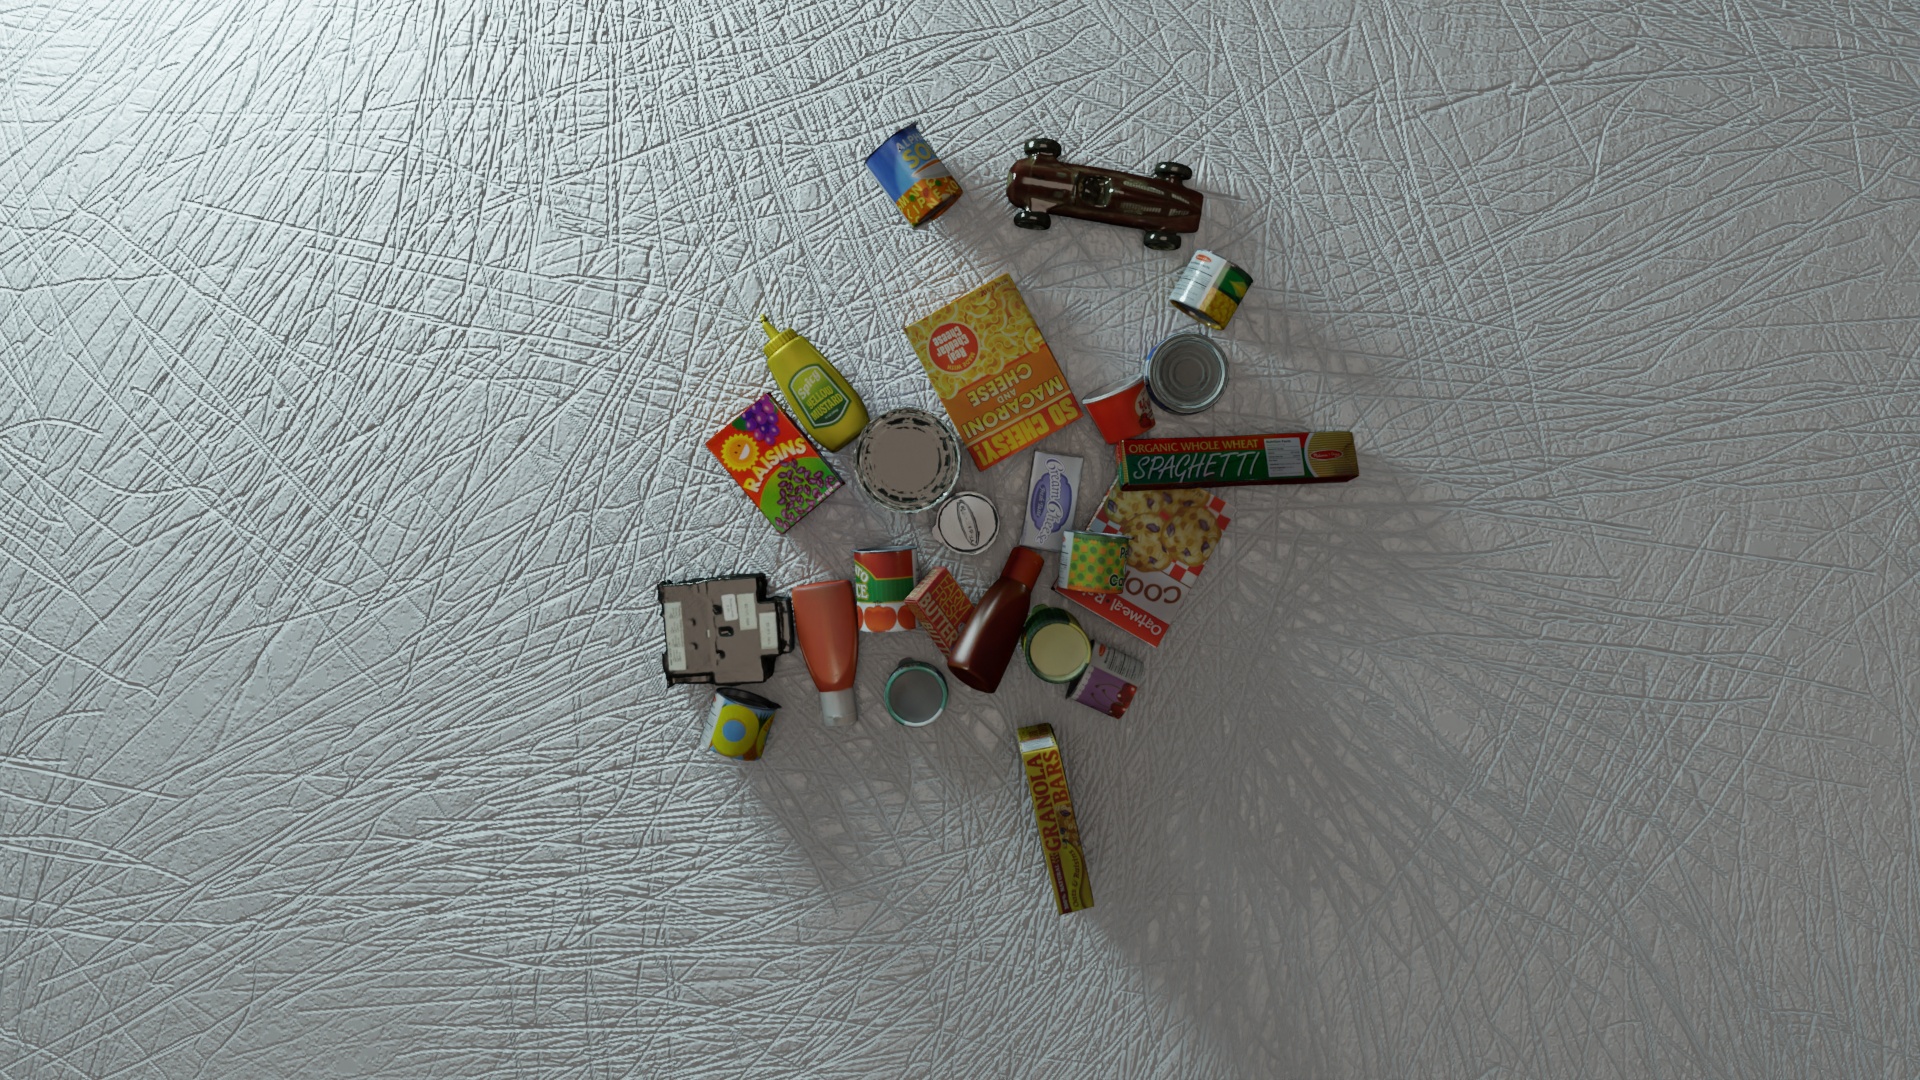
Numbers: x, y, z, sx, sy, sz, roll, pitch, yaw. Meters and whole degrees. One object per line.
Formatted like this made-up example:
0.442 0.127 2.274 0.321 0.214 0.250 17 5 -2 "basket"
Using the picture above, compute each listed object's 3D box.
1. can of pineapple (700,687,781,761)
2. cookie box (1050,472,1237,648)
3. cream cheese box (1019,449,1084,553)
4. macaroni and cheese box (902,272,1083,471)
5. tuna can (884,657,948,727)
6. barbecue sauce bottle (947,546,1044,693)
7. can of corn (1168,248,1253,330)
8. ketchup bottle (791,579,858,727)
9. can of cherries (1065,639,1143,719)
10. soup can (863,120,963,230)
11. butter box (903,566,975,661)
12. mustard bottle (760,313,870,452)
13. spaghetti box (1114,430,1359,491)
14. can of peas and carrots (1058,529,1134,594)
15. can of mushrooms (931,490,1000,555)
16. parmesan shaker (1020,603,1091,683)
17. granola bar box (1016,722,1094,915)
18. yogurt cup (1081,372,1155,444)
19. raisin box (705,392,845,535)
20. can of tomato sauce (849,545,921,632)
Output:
-0.227 0.190 1.432 0.071 0.071 0.058 18 93 -1 "can of pineapple"
0.189 0.009 1.436 0.123 0.040 0.167 30 91 -1 "cookie box"
0.094 -0.040 1.442 0.053 0.024 0.103 9 93 -1 "cream cheese box"
0.034 -0.172 1.428 0.124 0.040 0.166 -28 92 1 "macaroni and cheese box"
-0.047 0.158 1.446 0.071 0.033 0.071 0 93 0 "tuna can"
0.041 0.078 1.415 0.043 0.064 0.149 9 64 39 "barbecue sauce bottle"
0.256 -0.253 1.413 0.071 0.071 0.058 30 93 -1 "can of corn"
-0.134 0.117 1.440 0.065 0.043 0.148 -8 93 1 "ketchup bottle"
0.148 0.145 1.430 0.058 0.071 0.071 24 93 -2 "can of cherries"
-0.045 -0.368 1.406 0.071 0.071 0.084 -37 93 2 "soup can"
-0.010 0.080 1.418 0.053 0.024 0.103 -49 120 -26 "butter box"
-0.159 -0.167 1.425 0.065 0.049 0.160 -38 92 0 "mustard bottle"
0.280 -0.081 1.411 0.250 0.028 0.050 -3 77 -10 "spaghetti box"
0.135 0.021 1.381 0.071 0.071 0.058 7 92 0 "can of peas and carrots"
0.005 -0.018 1.438 0.071 0.033 0.071 0 93 0 "can of mushrooms"
0.094 0.103 1.408 0.071 0.103 0.071 0 93 1 "parmesan shaker"
0.096 0.277 1.405 0.039 0.124 0.165 -13 93 1 "granola bar box"
0.165 -0.133 1.419 0.072 0.072 0.054 -24 101 1 "yogurt cup"
-0.191 -0.080 1.434 0.086 0.040 0.123 -40 93 3 "raisin box"
-0.076 0.049 1.425 0.071 0.071 0.083 -3 93 0 "can of tomato sauce"
